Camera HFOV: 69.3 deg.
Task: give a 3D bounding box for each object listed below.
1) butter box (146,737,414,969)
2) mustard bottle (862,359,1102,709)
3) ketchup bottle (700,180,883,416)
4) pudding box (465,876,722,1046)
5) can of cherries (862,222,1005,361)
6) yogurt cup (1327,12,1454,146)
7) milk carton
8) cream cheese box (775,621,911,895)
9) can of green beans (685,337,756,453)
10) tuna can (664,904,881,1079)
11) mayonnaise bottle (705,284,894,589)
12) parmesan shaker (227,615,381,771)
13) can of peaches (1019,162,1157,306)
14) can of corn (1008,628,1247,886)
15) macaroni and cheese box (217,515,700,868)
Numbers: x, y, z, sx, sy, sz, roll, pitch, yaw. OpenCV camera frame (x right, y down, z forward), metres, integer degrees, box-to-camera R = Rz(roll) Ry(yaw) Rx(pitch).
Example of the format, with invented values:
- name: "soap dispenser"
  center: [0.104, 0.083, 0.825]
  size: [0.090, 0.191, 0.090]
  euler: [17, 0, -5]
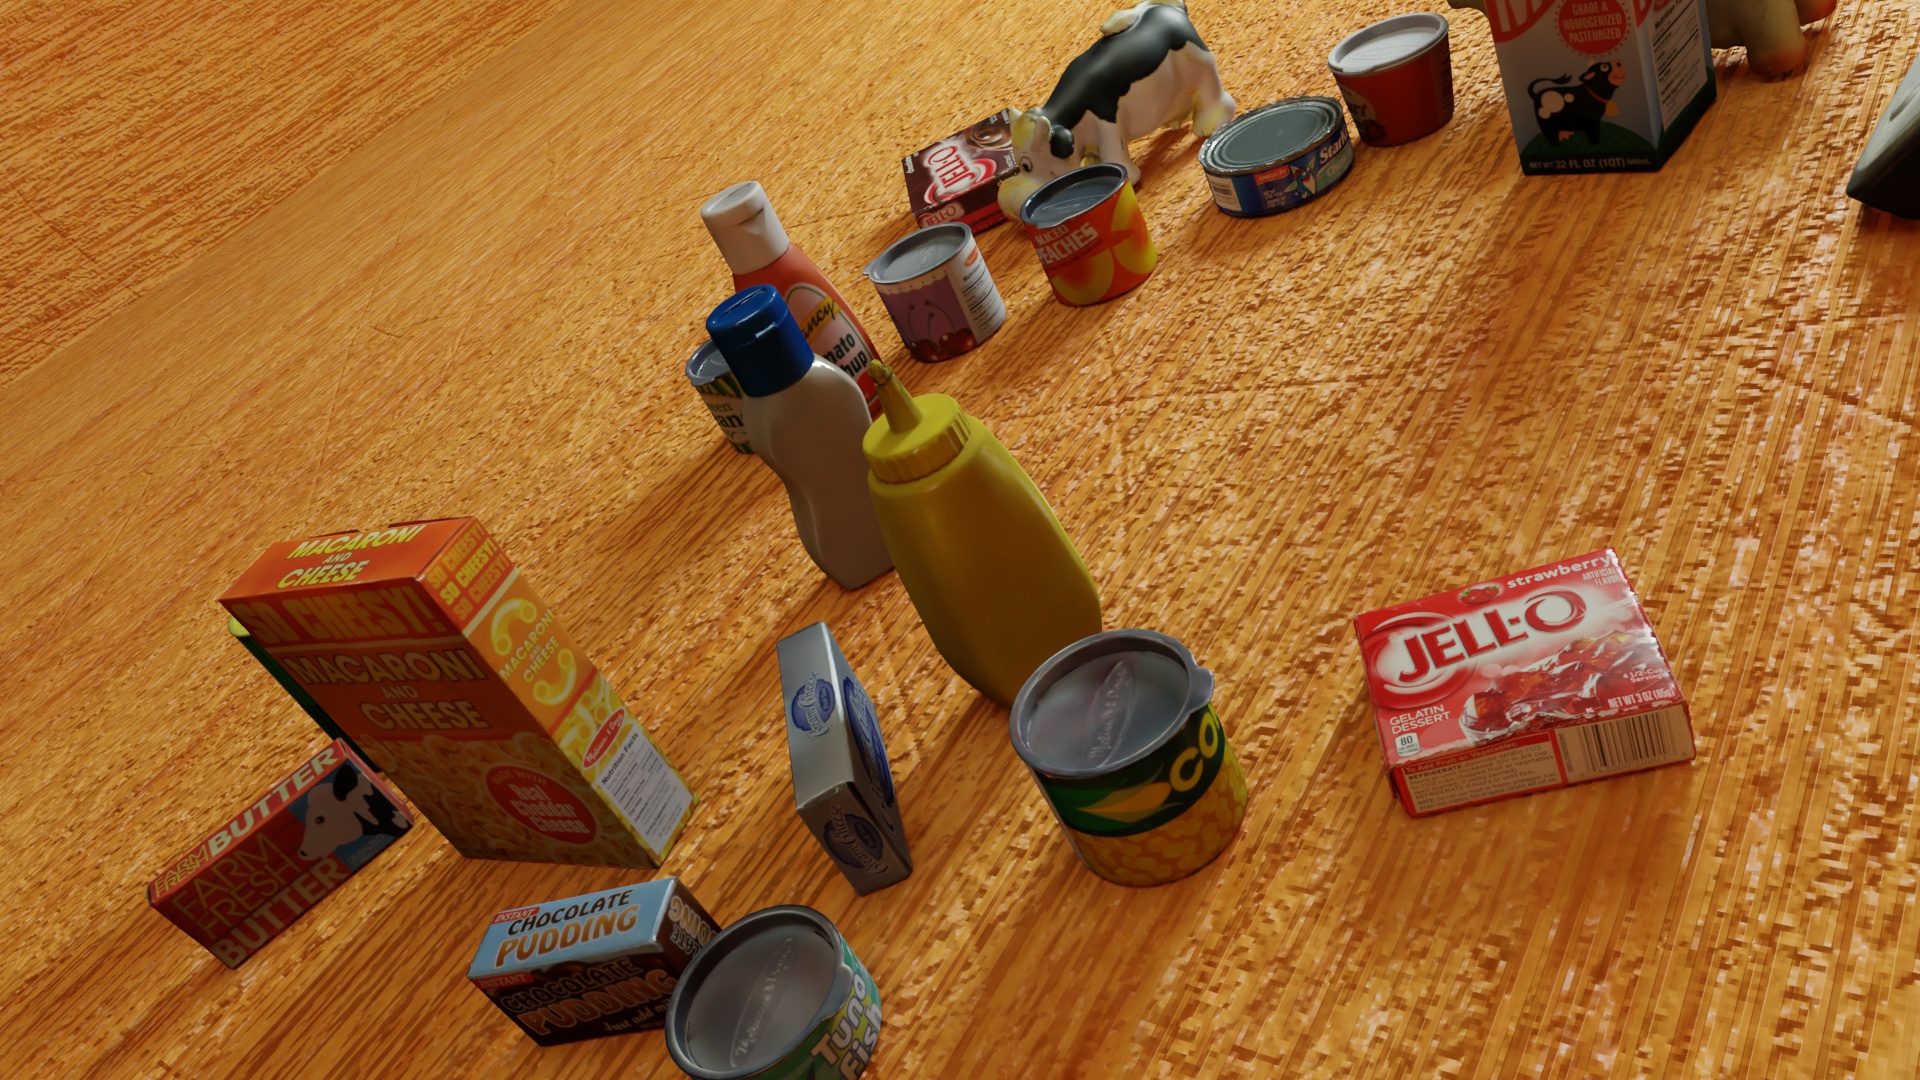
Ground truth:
- name: "butter box"
  center: [-0.316, 0.146, 0.650]
  size: [0.104, 0.053, 0.024]
  euler: [-40, 34, -18]
- name: "mustard bottle"
  center: [0.002, -0.007, 0.529]
  size: [0.065, 0.159, 0.049]
  euler: [-42, 35, -21]
- name: "ketchup bottle"
  center: [-0.095, -0.128, 0.782]
  size: [0.065, 0.148, 0.043]
  euler: [-41, 34, -19]
- name: "pudding box"
  center: [-0.129, 0.153, 0.505]
  size: [0.083, 0.049, 0.030]
  euler: [-15, 34, 20]
- name: "can of cherries"
  center: [-0.015, -0.149, 0.835]
  size: [0.071, 0.058, 0.072]
  euler: [-19, 33, 13]
- name: "yogurt cup"
  center: [0.253, -0.265, 0.804]
  size: [0.072, 0.053, 0.073]
  euler: [-19, 33, 13]
- name: "milk carton"
  center: [0.297, -0.276, 0.659]
  size: [0.072, 0.189, 0.074]
  euler: [15, 52, 47]
- name: "cream cheese box"
  center: [-0.047, 0.082, 0.540]
  size: [0.024, 0.053, 0.104]
  euler: [-26, 32, 4]
- name: "can of green beans"
  center: [-0.123, -0.094, 0.839]
  size: [0.071, 0.057, 0.071]
  euler: [-19, 33, 13]
- name: "tuna can"
  center: [-0.060, 0.158, 0.463]
  size: [0.071, 0.032, 0.071]
  euler: [-19, 33, 13]
- name: "mayonnaise bottle"
  center: [-0.068, -0.049, 0.651]
  size: [0.065, 0.147, 0.041]
  euler: [-37, 33, -14]
- name: "parmesan shaker"
  center: [-0.316, 0.060, 0.723]
  size: [0.071, 0.102, 0.072]
  euler: [-19, 33, 14]
- name: "can of peaches"
  center: [0.074, -0.176, 0.808]
  size: [0.071, 0.058, 0.071]
  euler: [-19, 33, 13]
- name: "can of corn"
  center: [0.060, 0.073, 0.470]
  size: [0.071, 0.058, 0.071]
  euler: [-19, 33, 13]
- name: "macaroni and cheese box"
  center: [-0.202, 0.067, 0.572]
  size: [0.123, 0.165, 0.040]
  euler: [-6, 38, 31]
